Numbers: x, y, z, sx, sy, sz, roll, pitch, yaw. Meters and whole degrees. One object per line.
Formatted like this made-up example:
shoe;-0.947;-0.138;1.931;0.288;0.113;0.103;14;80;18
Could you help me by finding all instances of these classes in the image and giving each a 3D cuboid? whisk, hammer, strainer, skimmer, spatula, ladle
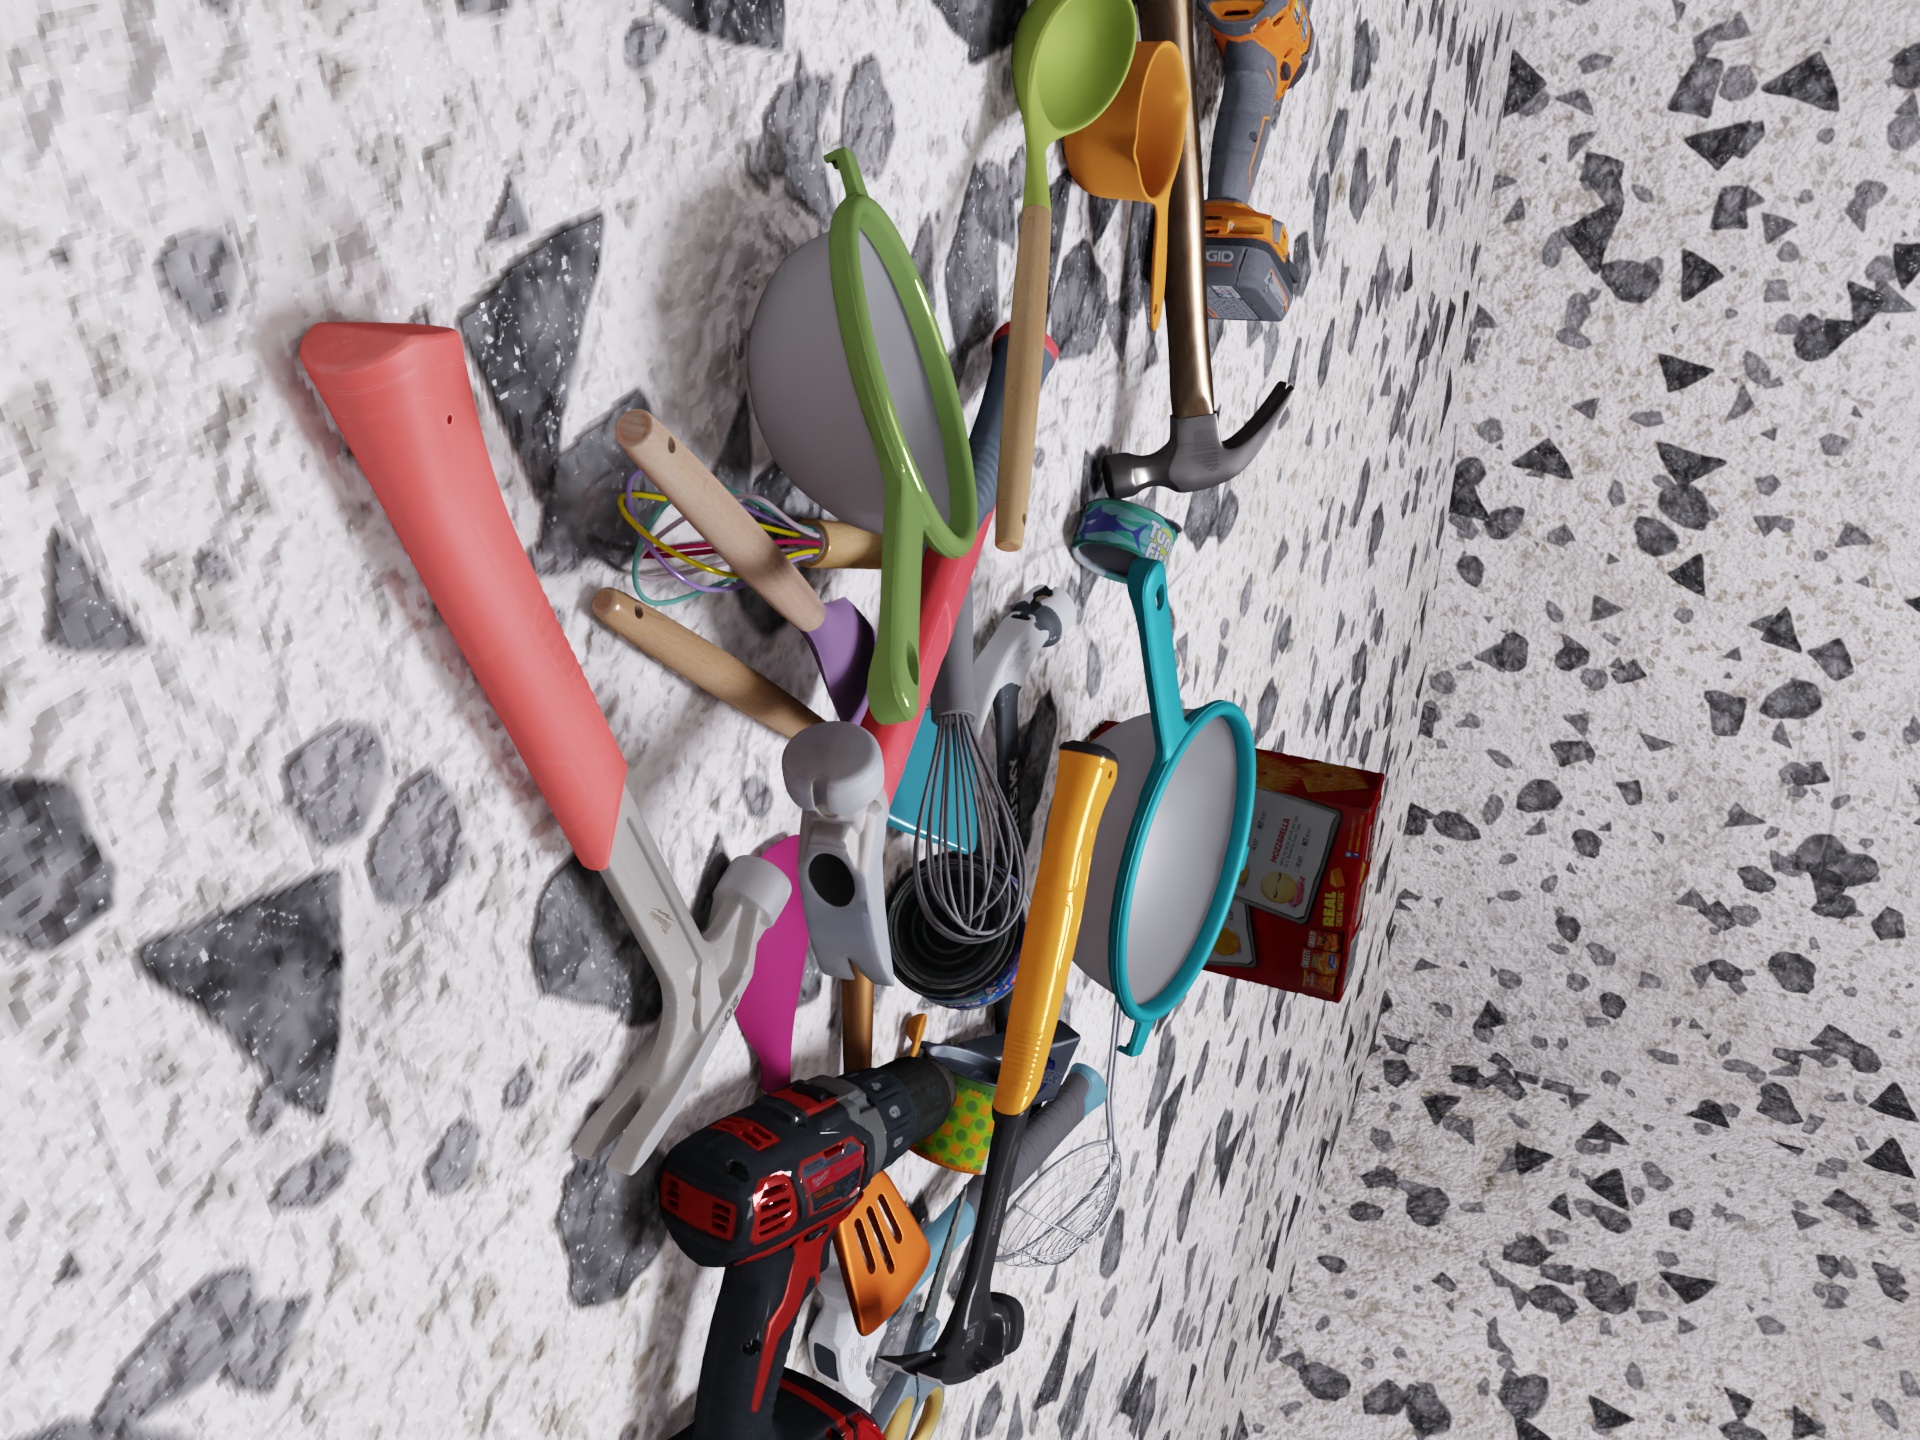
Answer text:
whisk;-0.073;-0.074;0.683;0.245;0.047;0.051;-12;111;-69
hammer;-0.006;-0.060;0.762;0.143;0.038;0.387;87;15;-45
hammer;0.009;0.318;1.048;0.331;0.033;0.128;-30;130;-52
hammer;0.144;-0.309;1.020;0.031;0.130;0.331;-110;-169;-65
strainer;-0.046;-0.093;0.623;0.151;0.069;0.257;63;20;-46
skimmer;0.094;0.250;1.268;0.127;0.090;0.363;49;46;-59
whisk;0.000;-0.003;0.800;0.055;0.055;0.239;50;33;-63
strainer;0.099;0.034;0.987;0.211;0.095;0.340;-52;144;-36
spatula;-0.048;0.181;0.870;0.081;0.041;0.322;-31;128;-56
spatula;-0.068;-0.005;0.728;0.317;0.044;0.082;37;47;-64
hammer;-0.144;0.018;0.568;0.358;0.037;0.149;77;34;-48
hammer;0.031;0.175;0.840;0.127;0.034;0.337;26;75;-65
ladle;0.047;-0.229;0.782;0.078;0.062;0.320;46;45;-60
hammer;0.033;0.121;1.046;0.149;0.036;0.408;-49;145;-48
spatula;-0.067;-0.047;0.618;0.315;0.018;0.060;53;39;-72

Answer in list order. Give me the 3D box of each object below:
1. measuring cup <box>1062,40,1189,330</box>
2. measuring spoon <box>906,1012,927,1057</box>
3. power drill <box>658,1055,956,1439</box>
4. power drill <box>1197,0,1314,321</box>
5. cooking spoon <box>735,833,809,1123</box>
measuring cup;0.097;-0.316;0.950;0.095;0.052;0.173;-56;151;-43
measuring spoon;-0.042;0.232;0.961;0.021;0.011;0.117;33;74;-77
power drill;-0.073;0.283;0.791;0.188;0.080;0.226;-10;109;-55
power drill;0.204;-0.403;1.123;0.164;0.084;0.226;1;97;-68
cooking spoon;-0.094;0.208;0.809;0.069;0.017;0.318;-30;129;-58
